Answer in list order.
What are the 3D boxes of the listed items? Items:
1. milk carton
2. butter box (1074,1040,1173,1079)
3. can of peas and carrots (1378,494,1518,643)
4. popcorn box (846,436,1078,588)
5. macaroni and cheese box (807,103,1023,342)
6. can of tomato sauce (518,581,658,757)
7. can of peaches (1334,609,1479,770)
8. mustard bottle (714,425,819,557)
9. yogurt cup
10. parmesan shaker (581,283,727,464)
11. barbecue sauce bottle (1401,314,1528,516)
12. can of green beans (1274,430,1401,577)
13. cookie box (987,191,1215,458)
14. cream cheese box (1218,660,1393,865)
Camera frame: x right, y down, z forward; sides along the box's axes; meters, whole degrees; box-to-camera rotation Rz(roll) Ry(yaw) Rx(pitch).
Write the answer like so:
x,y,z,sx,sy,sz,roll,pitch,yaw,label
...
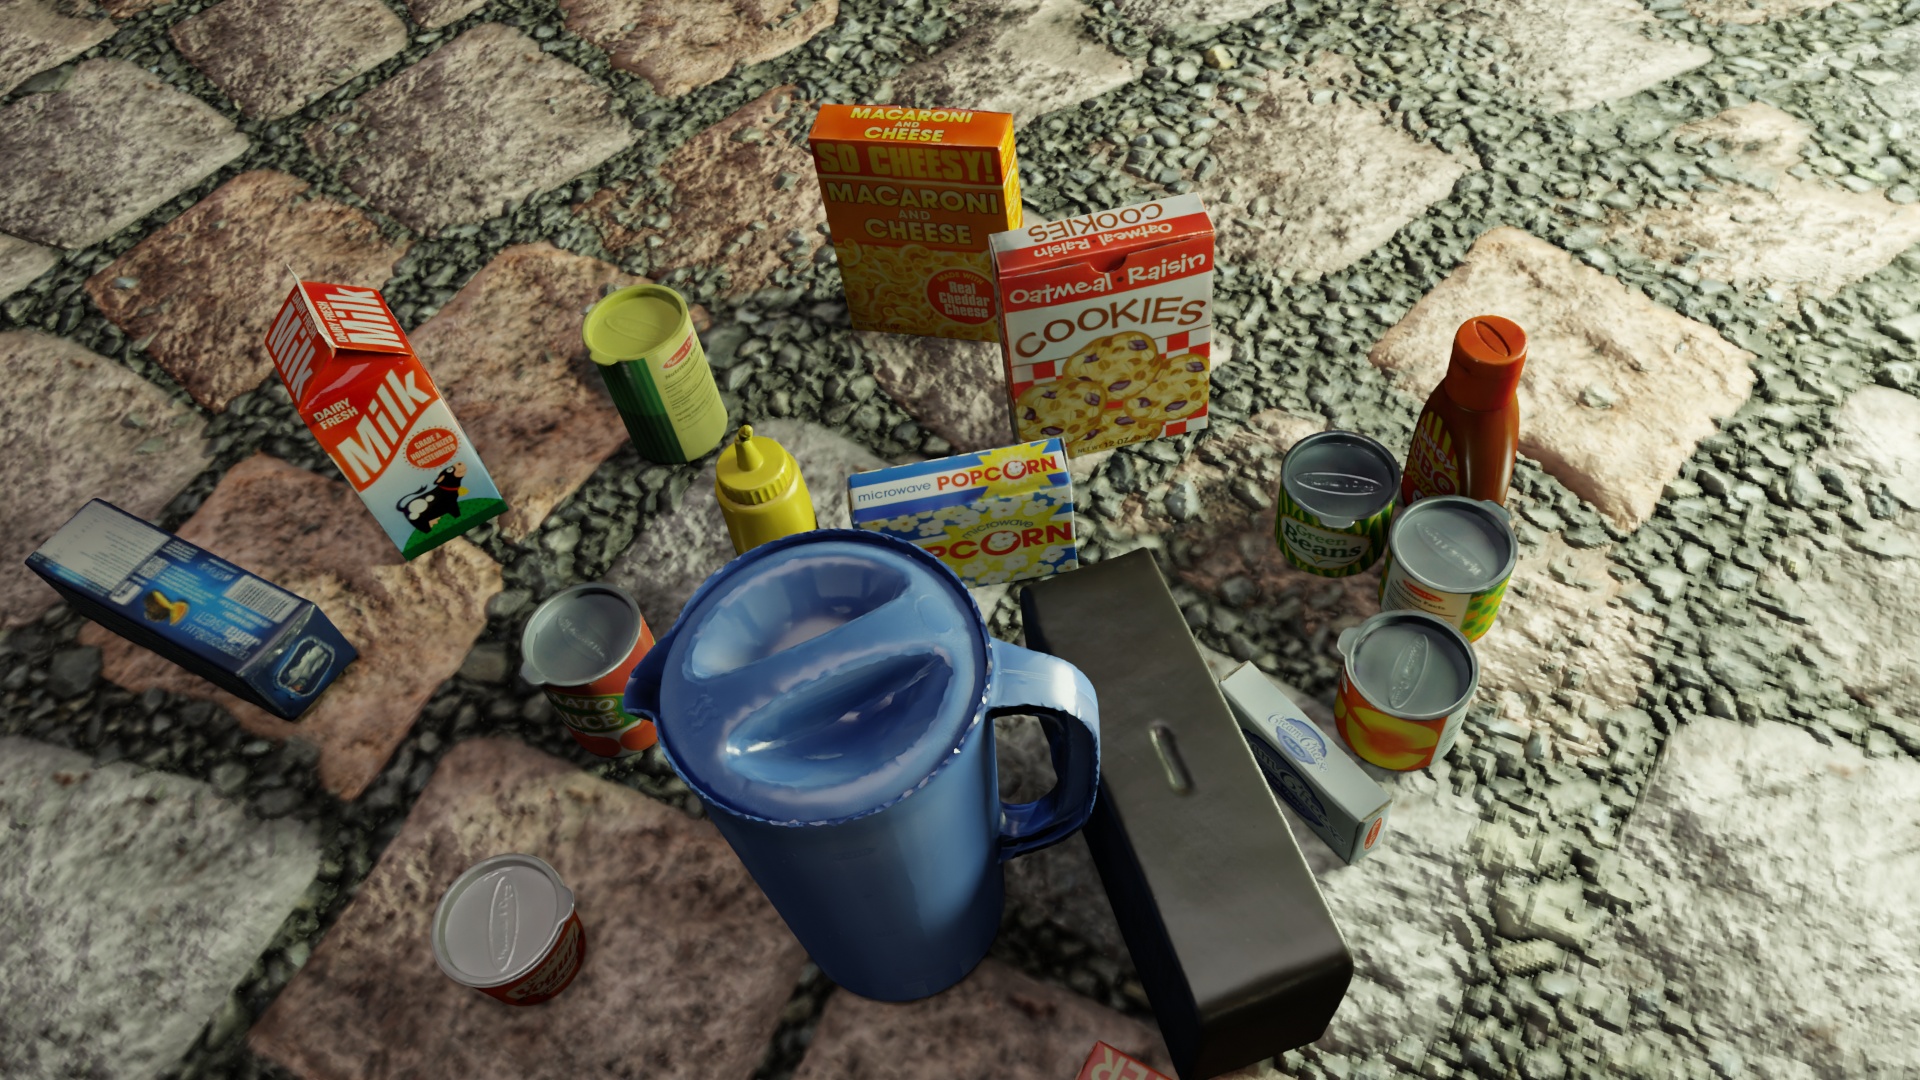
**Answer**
x,y,z,sx,sy,sz,roll,pitch,yaw,label
-0.353,-0.080,0.843,0.073,0.189,0.072,-31,55,-15,milk carton
0.101,0.262,0.611,0.103,0.053,0.024,23,60,23,butter box
0.270,0.016,0.770,0.071,0.058,0.071,-4,53,5,can of peas and carrots
0.003,-0.010,0.809,0.127,0.084,0.038,-10,53,0,popcorn box
-0.022,-0.205,0.908,0.124,0.165,0.040,7,55,12,macaroni and cheese box
-0.200,0.075,0.773,0.071,0.082,0.071,-4,53,5,can of tomato sauce
0.230,0.078,0.729,0.071,0.057,0.071,-4,53,5,can of peaches
-0.107,-0.014,0.779,0.049,0.159,0.065,-13,53,-2,mustard bottle
-0.224,0.200,0.701,0.072,0.053,0.073,-4,53,5,yogurt cup
-0.197,-0.103,0.895,0.071,0.102,0.071,-4,53,5,parmesan shaker
0.281,-0.060,0.770,0.044,0.147,0.065,-20,53,-7,barbecue sauce bottle
0.217,-0.021,0.806,0.071,0.057,0.071,-4,53,5,can of green beans
0.086,-0.120,0.830,0.123,0.166,0.040,-12,53,-2,cookie box
0.173,0.114,0.713,0.024,0.053,0.104,-33,56,-16,cream cheese box
